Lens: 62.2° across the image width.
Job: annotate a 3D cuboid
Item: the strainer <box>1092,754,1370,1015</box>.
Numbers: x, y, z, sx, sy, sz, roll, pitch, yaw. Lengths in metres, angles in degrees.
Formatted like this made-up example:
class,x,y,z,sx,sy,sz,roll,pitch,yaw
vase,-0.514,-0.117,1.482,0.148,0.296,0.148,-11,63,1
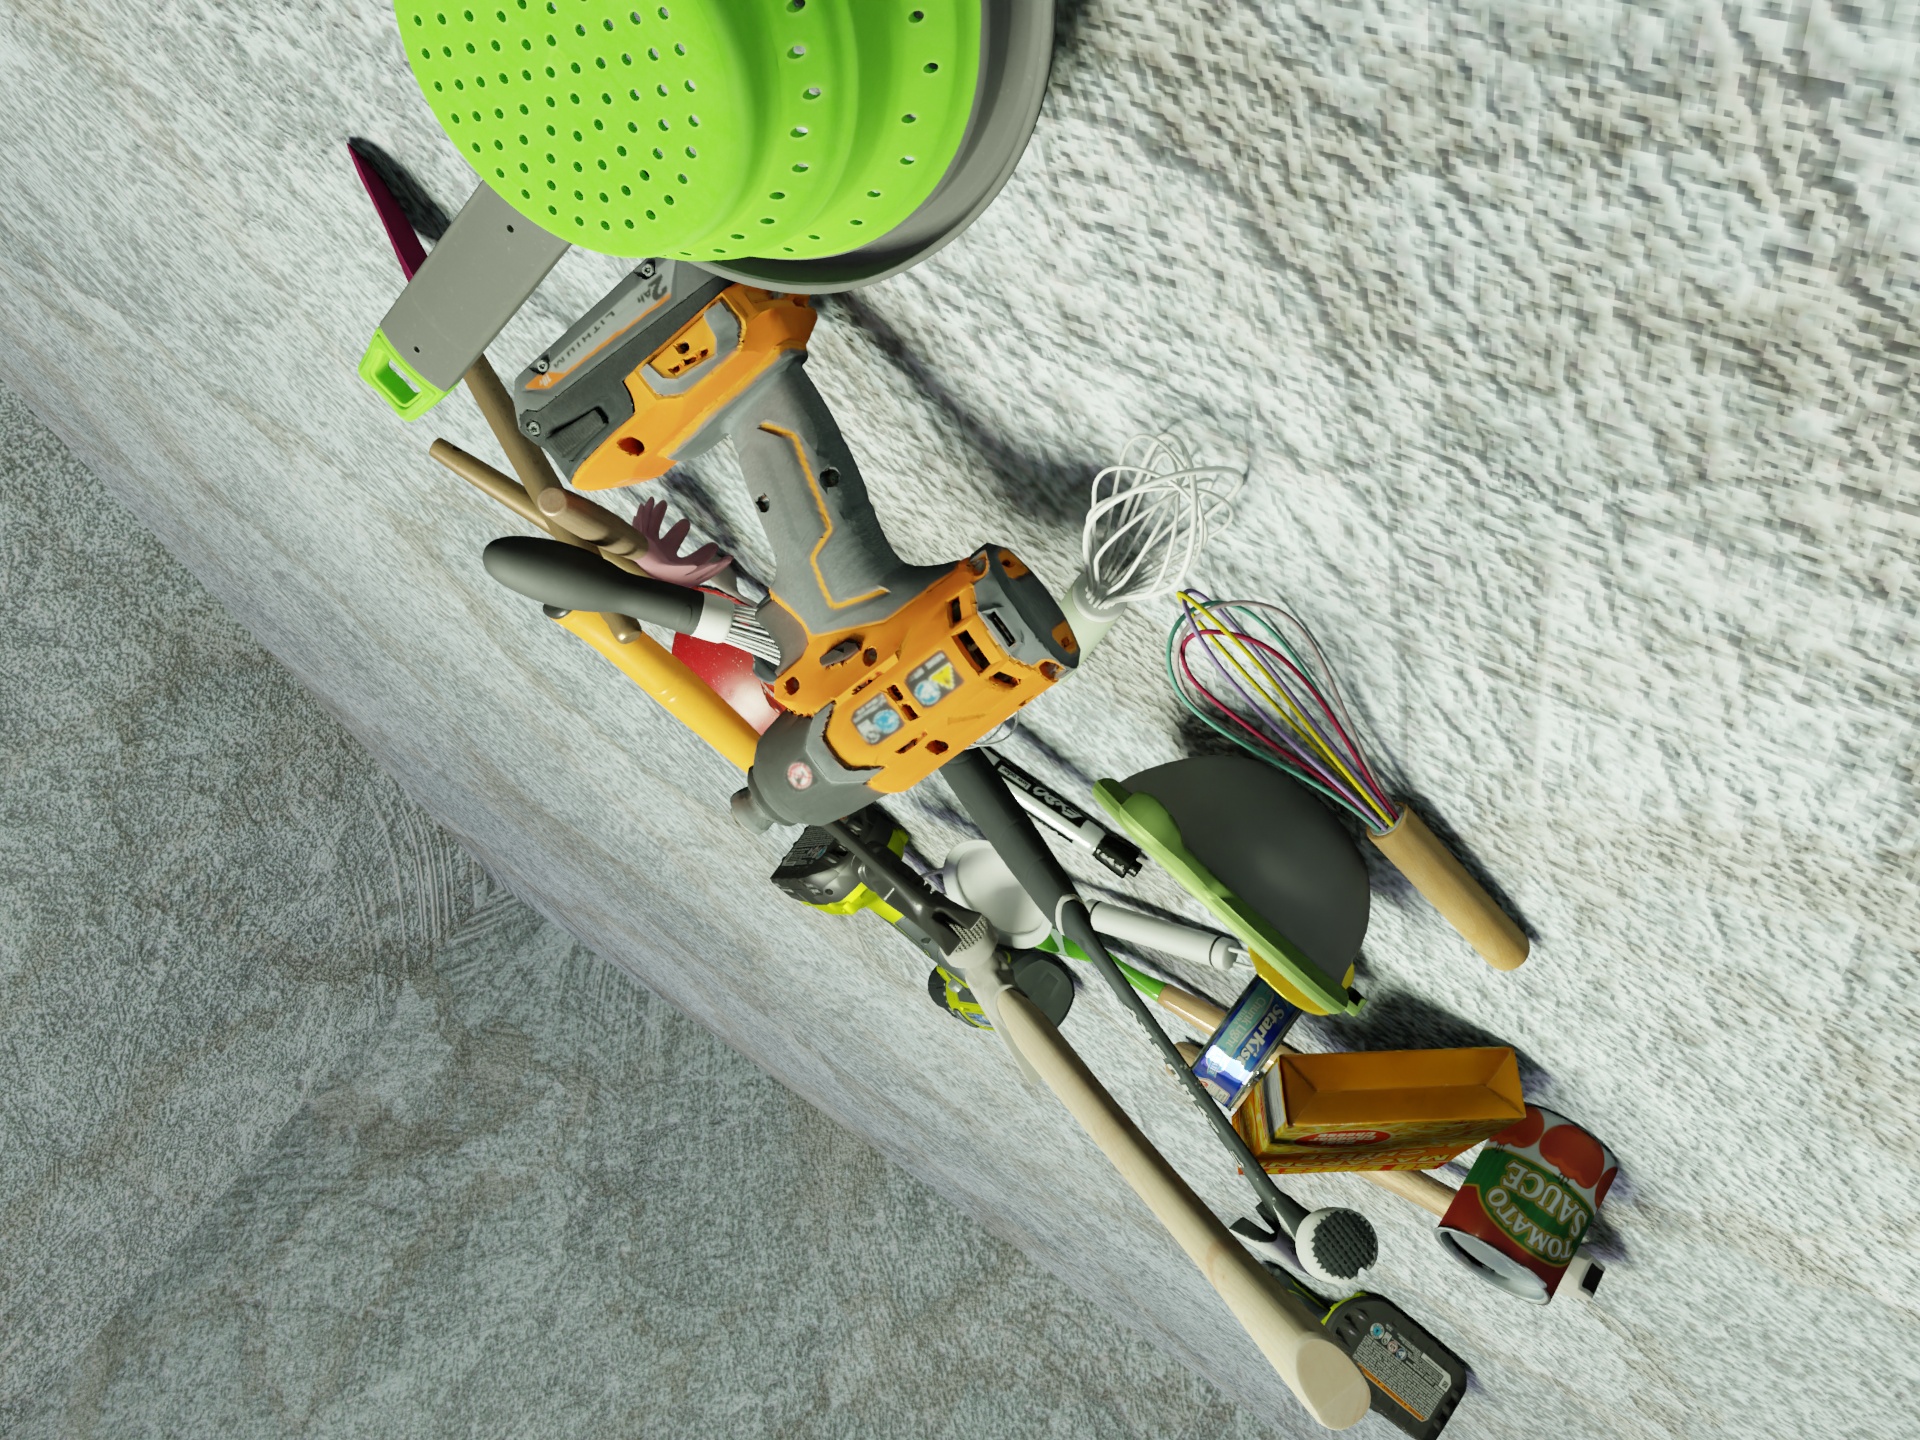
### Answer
class,x,y,z,sx,sy,sz,roll,pitch,yaw
strainer,0.120,0.046,0.678,0.152,0.069,0.256,44,-178,23

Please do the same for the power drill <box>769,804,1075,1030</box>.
class,x,y,z,sx,sy,sz,roll,pitch,yaw
power drill,-0.035,0.166,1.265,0.228,0.080,0.190,41,160,-15

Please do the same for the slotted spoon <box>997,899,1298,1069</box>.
class,x,y,z,sx,sy,sz,roll,pitch,yaw
slotted spoon,0.158,0.196,1.064,0.314,0.031,0.070,28,158,23

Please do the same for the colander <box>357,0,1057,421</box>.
class,x,y,z,sx,sy,sz,roll,pitch,yaw
colander,-0.133,-0.172,0.495,0.204,0.094,0.397,47,140,-15

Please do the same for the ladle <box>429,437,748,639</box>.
class,x,y,z,sx,sy,sz,roll,pitch,yaw
ladle,-0.191,-0.073,0.980,0.320,0.078,0.062,32,115,-3

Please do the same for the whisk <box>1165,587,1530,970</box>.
class,x,y,z,sx,sy,sz,roll,pitch,yaw
whisk,0.168,0.031,0.668,0.244,0.051,0.047,44,154,-22

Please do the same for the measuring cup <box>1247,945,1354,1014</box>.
class,x,y,z,sx,sy,sz,roll,pitch,yaw
measuring cup,0.157,0.089,0.852,0.156,0.029,0.062,54,158,-8

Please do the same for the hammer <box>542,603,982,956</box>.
class,x,y,z,sx,sy,sz,roll,pitch,yaw
hammer,-0.118,0.028,0.960,0.336,0.034,0.127,45,171,-35

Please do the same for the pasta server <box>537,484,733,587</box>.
class,x,y,z,sx,sy,sz,roll,pitch,yaw
pasta server,-0.168,-0.099,0.817,0.060,0.040,0.316,39,180,-1

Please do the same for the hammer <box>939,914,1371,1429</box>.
class,x,y,z,sx,sy,sz,roll,pitch,yaw
hammer,0.105,0.258,0.924,0.146,0.038,0.411,61,170,-30

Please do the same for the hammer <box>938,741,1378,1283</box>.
class,x,y,z,sx,sy,sz,roll,pitch,yaw
hammer,0.072,0.122,0.865,0.409,0.036,0.149,55,167,12

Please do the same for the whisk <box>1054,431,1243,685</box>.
class,x,y,z,sx,sy,sz,roll,pitch,yaw
whisk,0.061,-0.056,0.668,0.246,0.059,0.058,121,134,-74

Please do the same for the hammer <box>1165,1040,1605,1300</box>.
class,x,y,z,sx,sy,sz,roll,pitch,yaw
hammer,0.265,0.288,1.046,0.331,0.031,0.129,20,165,48

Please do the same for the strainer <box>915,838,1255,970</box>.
class,x,y,z,sx,sy,sz,roll,pitch,yaw
strainer,0.080,0.122,1.019,0.259,0.050,0.086,12,127,40

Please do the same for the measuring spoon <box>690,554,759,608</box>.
class,x,y,z,sx,sy,sz,roll,pitch,yaw
measuring spoon,-0.113,-0.072,0.978,0.124,0.018,0.034,29,178,9

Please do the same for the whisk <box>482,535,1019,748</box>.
class,x,y,z,sx,sy,sz,roll,pitch,yaw
whisk,-0.091,-0.043,0.781,0.284,0.070,0.070,16,170,-24

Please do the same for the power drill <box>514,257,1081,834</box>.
class,x,y,z,sx,sy,sz,roll,pitch,yaw
power drill,-0.079,-0.069,0.655,0.226,0.164,0.084,53,-163,0

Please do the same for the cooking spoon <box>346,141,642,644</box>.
class,x,y,z,sx,sy,sz,roll,pitch,yaw
cooking spoon,-0.246,-0.173,0.827,0.319,0.017,0.068,58,165,13

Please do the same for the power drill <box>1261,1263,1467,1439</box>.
class,x,y,z,sx,sy,sz,roll,pitch,yaw
power drill,0.369,0.593,1.491,0.171,0.080,0.223,40,164,-1
